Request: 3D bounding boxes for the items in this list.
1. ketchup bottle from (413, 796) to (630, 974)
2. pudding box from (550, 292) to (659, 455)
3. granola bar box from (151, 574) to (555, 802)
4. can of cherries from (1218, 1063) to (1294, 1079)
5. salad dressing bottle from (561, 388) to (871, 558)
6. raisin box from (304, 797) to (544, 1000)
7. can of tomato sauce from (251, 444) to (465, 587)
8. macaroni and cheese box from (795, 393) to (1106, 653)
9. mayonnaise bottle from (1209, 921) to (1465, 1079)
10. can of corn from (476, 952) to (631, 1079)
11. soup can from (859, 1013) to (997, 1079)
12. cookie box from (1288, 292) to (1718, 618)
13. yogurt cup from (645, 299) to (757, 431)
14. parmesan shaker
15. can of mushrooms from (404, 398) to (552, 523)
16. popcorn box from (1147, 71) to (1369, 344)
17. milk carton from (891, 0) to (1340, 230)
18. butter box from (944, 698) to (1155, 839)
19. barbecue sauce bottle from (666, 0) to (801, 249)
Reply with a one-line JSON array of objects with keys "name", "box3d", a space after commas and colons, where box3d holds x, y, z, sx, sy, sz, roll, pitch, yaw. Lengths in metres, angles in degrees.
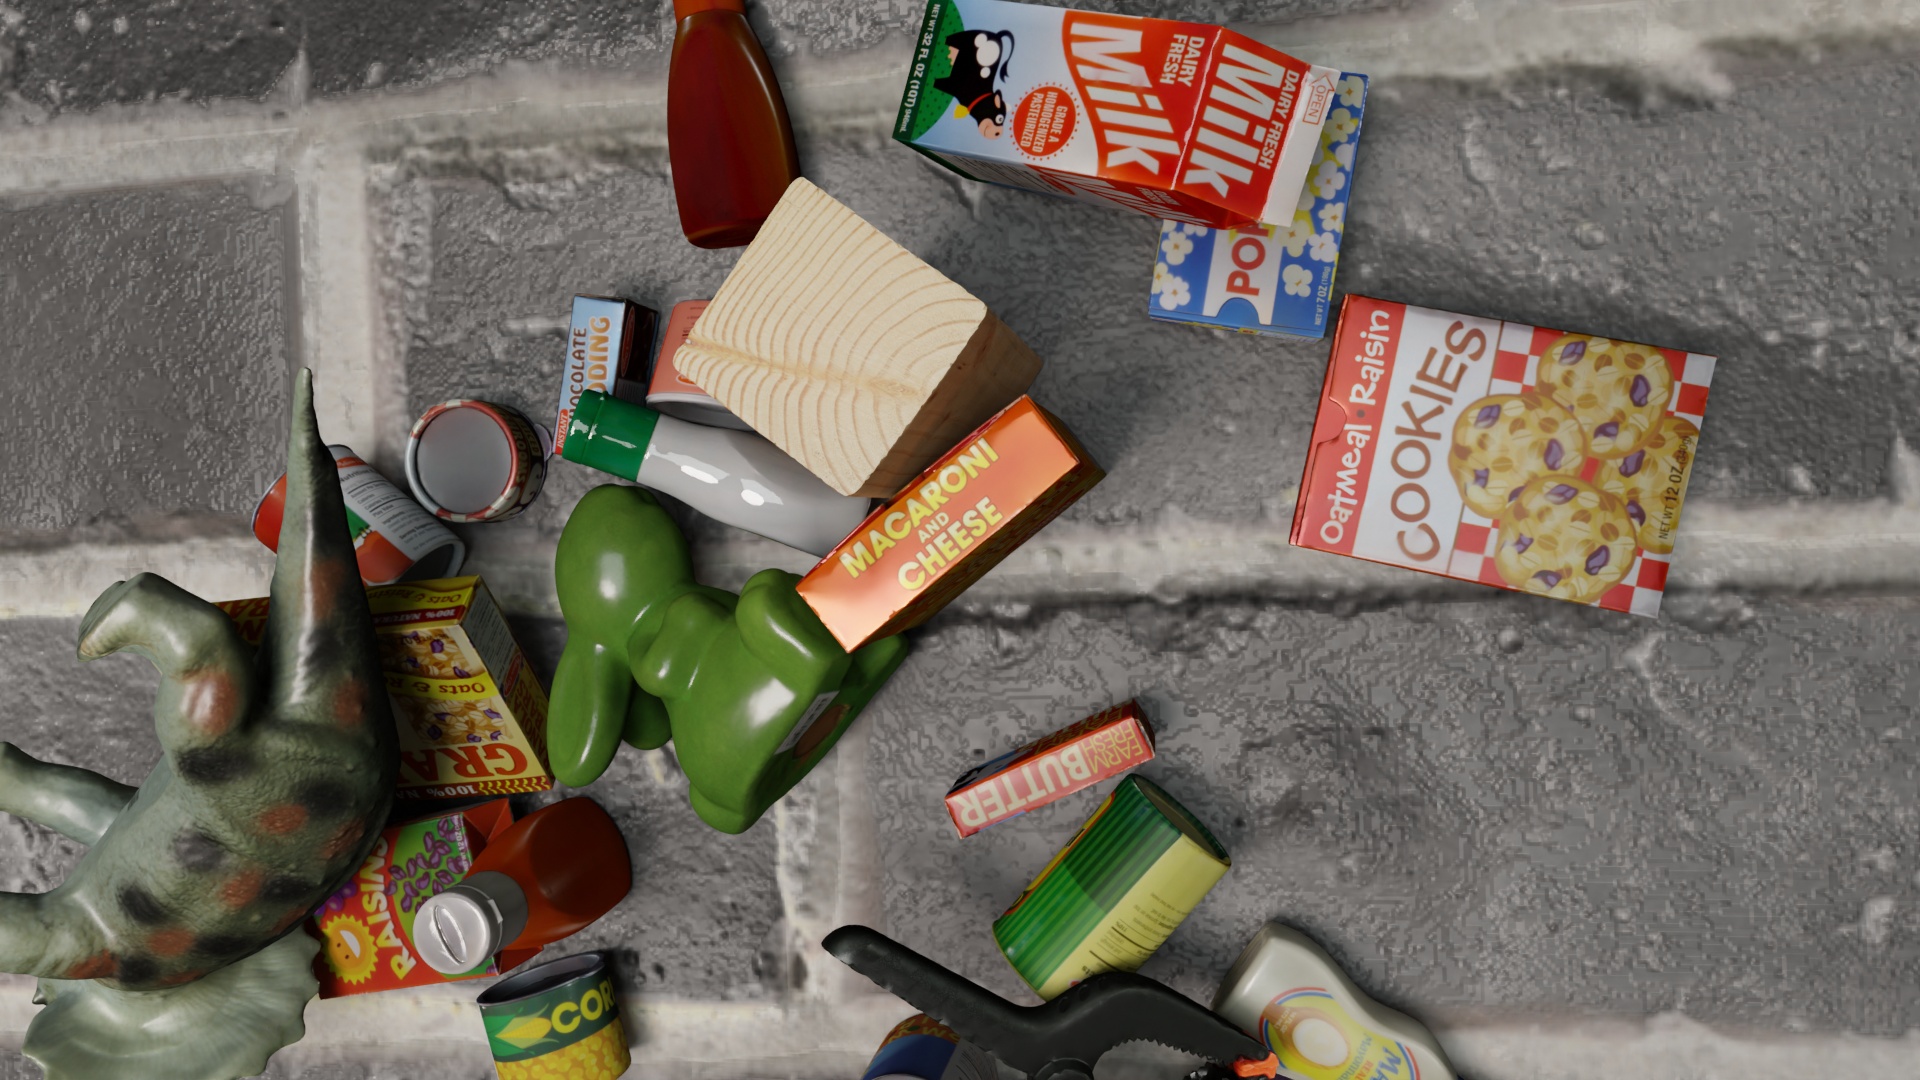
[{"name": "ketchup bottle", "box3d": [-0.210, 0.169, 0.676, 0.043, 0.149, 0.065, -27, 87, 7]}, {"name": "pudding box", "box3d": [-0.183, -0.083, 0.719, 0.030, 0.050, 0.083, 10, 93, 7]}, {"name": "granola bar box", "box3d": [-0.302, 0.081, 0.712, 0.165, 0.039, 0.123, -6, 129, 9]}, {"name": "can of cherries", "box3d": [0.143, 0.293, 0.666, 0.071, 0.058, 0.071, 0, 91, 10]}, {"name": "salad dressing bottle", "box3d": [-0.119, -0.033, 0.686, 0.148, 0.064, 0.043, 20, 110, -13]}, {"name": "raisin box", "box3d": [-0.289, 0.190, 0.732, 0.123, 0.040, 0.086, -14, 89, 22]}, {"name": "can of tomato sauce", "box3d": [-0.317, 0.001, 0.733, 0.083, 0.071, 0.071, 37, 96, 6]}, {"name": "macaroni and cheese box", "box3d": [0.002, -0.008, 0.631, 0.123, 0.166, 0.040, -40, 84, 8]}, {"name": "mayonnaise bottle", "box3d": [0.196, 0.249, 0.666, 0.148, 0.041, 0.064, 33, 98, 8]}, {"name": "can of corn", "box3d": [-0.207, 0.253, 0.717, 0.071, 0.071, 0.058, -16, 89, 9]}, {"name": "soup can", "box3d": [-0.022, 0.278, 0.680, 0.071, 0.084, 0.071, 0, 91, 9]}, {"name": "cookie box", "box3d": [0.250, -0.041, 0.655, 0.167, 0.040, 0.123, 12, 93, 9]}, {"name": "yogurt cup", "box3d": [-0.121, -0.089, 0.703, 0.072, 0.072, 0.054, 7, 84, 9]}, {"name": "parmesan shaker", "box3d": [0.075, 0.173, 0.675, 0.071, 0.071, 0.103, 41, 96, 6]}, {"name": "can of mushrooms", "box3d": [-0.256, -0.043, 0.739, 0.071, 0.033, 0.071, 0, 90, 10]}, {"name": "popcorn box", "box3d": [0.143, -0.164, 0.672, 0.085, 0.038, 0.126, 10, 92, 8]}, {"name": "milk carton", "box3d": [0.072, -0.193, 0.634, 0.191, 0.073, 0.072, 20, 97, 29]}, {"name": "butter box", "box3d": [0.045, 0.111, 0.683, 0.103, 0.053, 0.024, -25, 89, 9]}, {"name": "barbecue sauce bottle", "box3d": [-0.121, -0.228, 0.711, 0.065, 0.044, 0.148, -10, 89, 9]}]
